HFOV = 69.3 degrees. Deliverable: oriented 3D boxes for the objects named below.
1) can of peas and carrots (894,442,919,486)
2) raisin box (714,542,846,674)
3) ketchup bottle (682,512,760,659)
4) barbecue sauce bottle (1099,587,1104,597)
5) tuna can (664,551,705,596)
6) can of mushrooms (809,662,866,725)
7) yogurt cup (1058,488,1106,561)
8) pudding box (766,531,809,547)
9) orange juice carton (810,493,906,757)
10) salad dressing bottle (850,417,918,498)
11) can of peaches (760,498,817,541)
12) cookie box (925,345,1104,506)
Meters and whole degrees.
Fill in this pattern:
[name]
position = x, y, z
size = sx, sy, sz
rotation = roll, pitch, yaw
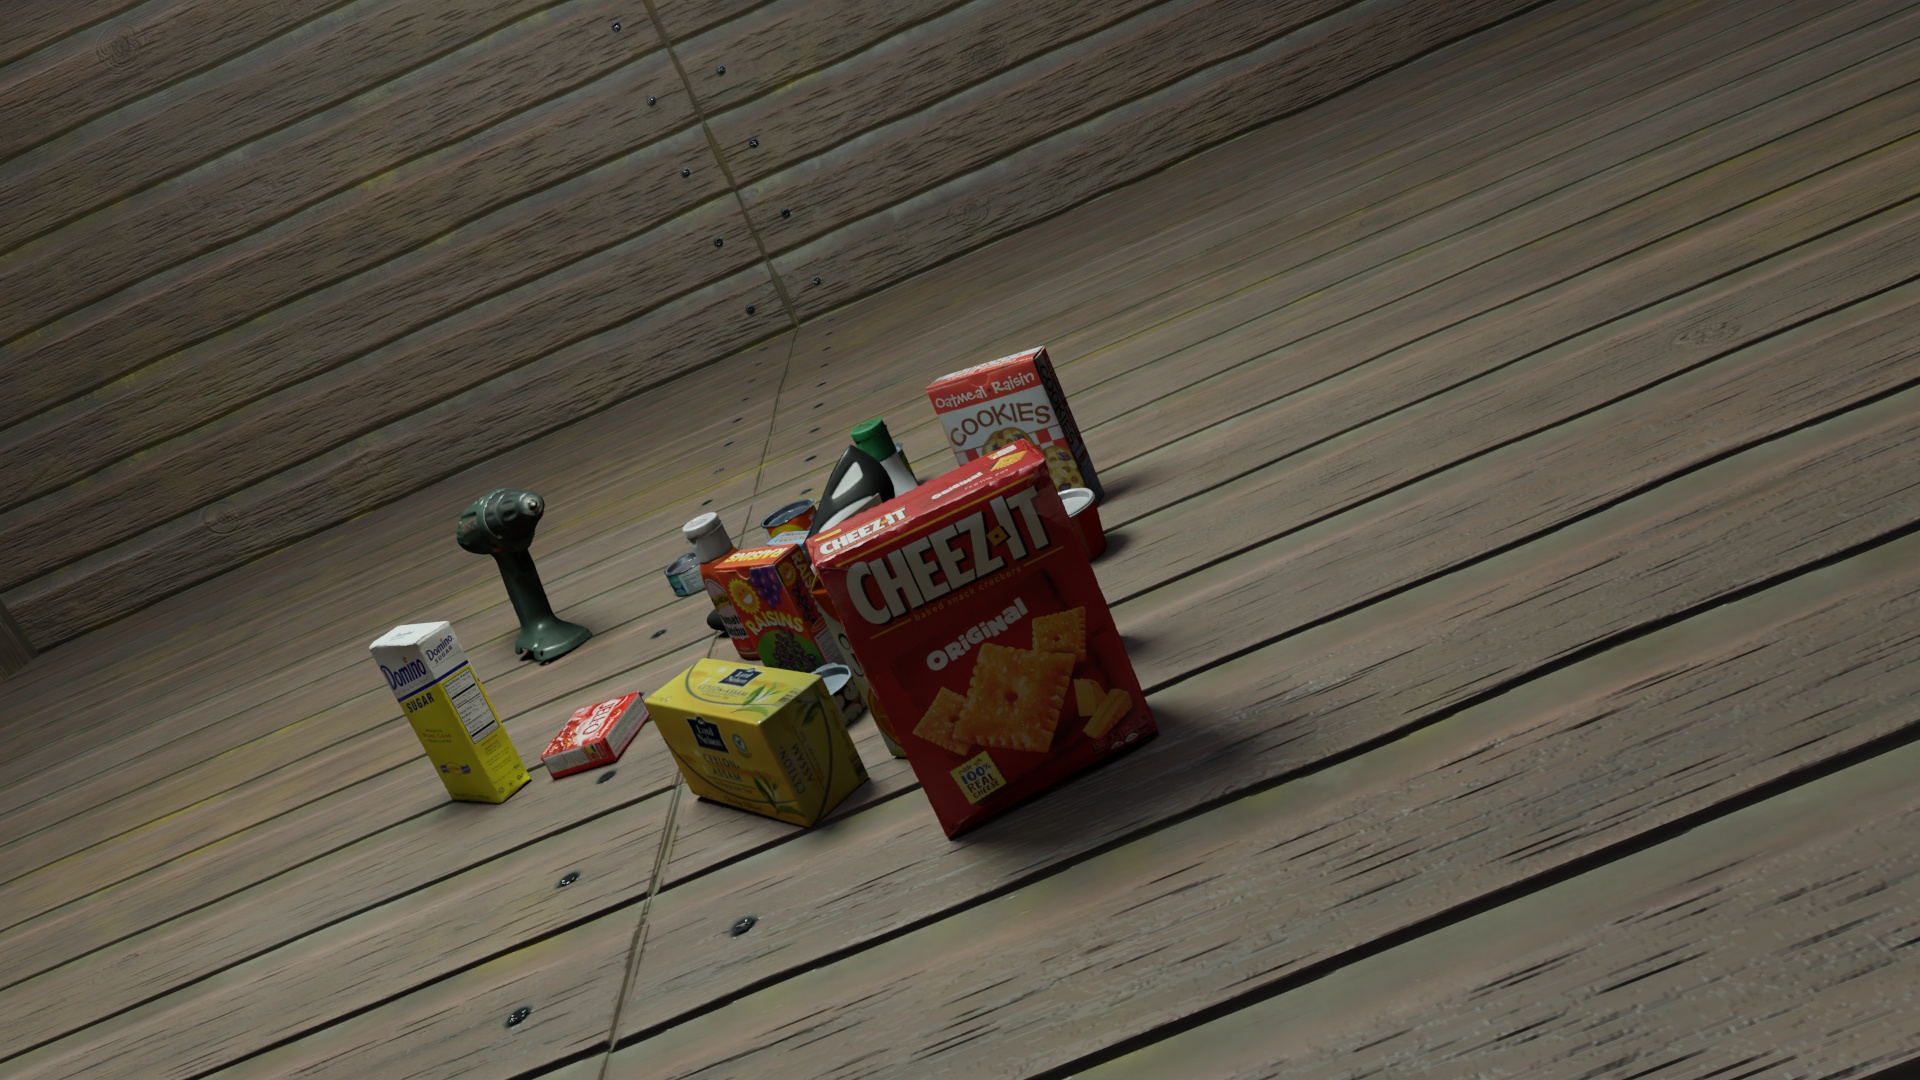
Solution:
[can of peas and carrots]
position = -0.087, -0.075, 1.666
size = 0.071, 0.058, 0.071
rotation = -21, 19, 8
[raisin box]
position = -0.162, 0.067, 1.271
size = 0.086, 0.123, 0.040
rotation = -6, 25, 42
[ketchup bottle]
position = -0.223, 0.045, 1.364
size = 0.064, 0.148, 0.044
rotation = -3, 27, 47
[barbecue sauce bottle]
position = 0.068, 0.025, 1.070
size = 0.065, 0.148, 0.044
rotation = -19, 19, 14
[tuna can]
position = -0.322, 0.038, 1.681
size = 0.071, 0.032, 0.071
rotation = -21, 19, 8
[can of mushrooms]
position = -0.114, 0.134, 1.171
size = 0.071, 0.033, 0.071
rotation = -21, 19, 8
[yogurt cup]
position = 0.099, -0.009, 1.272
size = 0.072, 0.053, 0.072
rotation = -21, 19, 8
[pudding box]
position = -0.172, 0.016, 1.535
size = 0.030, 0.049, 0.083
rotation = -37, 23, -34
[orange juice carton]
position = -0.043, 0.064, 1.029
size = 0.073, 0.192, 0.072
rotation = -5, 26, 44
[salad dressing bottle]
position = -0.069, -0.056, 1.452
size = 0.044, 0.147, 0.064
rotation = -31, 20, -21
[can of peaches]
position = -0.187, -0.008, 1.603
size = 0.071, 0.058, 0.071
rotation = -21, 19, 8
[cookie box]
position = 0.055, -0.099, 1.390
size = 0.123, 0.167, 0.040
rotation = -14, 21, 28
